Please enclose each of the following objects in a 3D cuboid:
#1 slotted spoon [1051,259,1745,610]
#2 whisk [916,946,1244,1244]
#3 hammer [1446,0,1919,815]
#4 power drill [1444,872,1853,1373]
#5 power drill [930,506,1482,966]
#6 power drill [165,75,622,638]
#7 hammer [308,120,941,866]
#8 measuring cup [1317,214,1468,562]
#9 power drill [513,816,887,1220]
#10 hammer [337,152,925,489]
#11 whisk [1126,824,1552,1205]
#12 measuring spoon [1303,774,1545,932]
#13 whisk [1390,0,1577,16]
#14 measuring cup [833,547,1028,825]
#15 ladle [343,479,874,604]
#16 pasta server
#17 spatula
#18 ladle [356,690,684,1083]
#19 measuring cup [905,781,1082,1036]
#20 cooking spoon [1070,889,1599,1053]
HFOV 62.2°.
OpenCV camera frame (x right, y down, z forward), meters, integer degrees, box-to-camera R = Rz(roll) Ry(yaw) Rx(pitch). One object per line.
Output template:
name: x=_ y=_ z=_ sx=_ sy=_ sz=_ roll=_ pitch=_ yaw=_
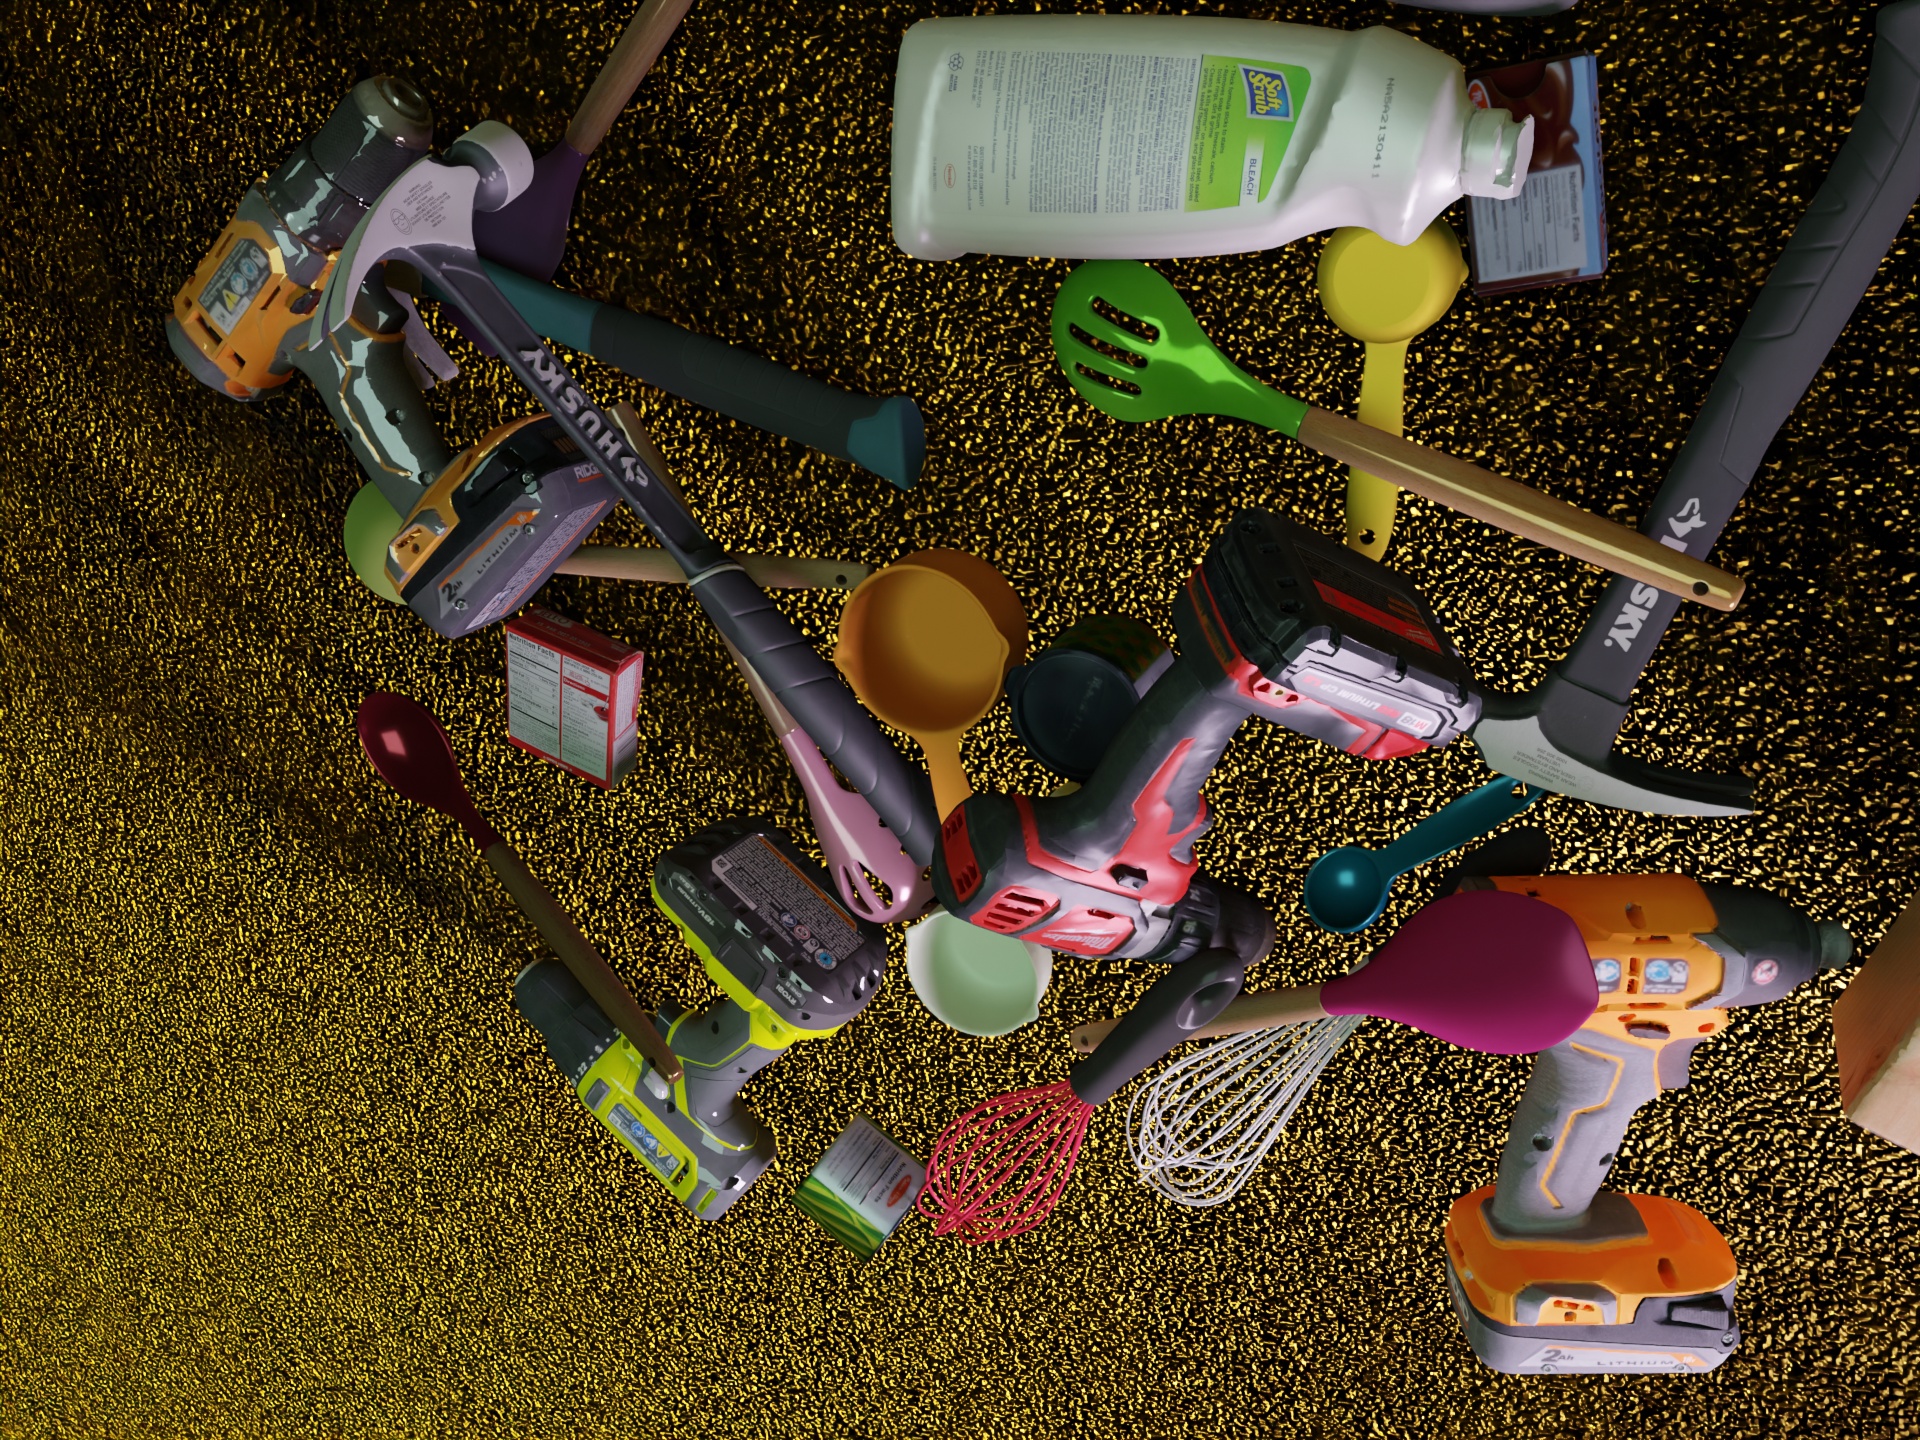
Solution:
slotted spoon: x=0.167 y=-0.116 z=0.660 sx=0.314 sy=0.031 sz=0.070 roll=28 pitch=127 yaw=20
whisk: x=0.057 y=0.197 z=0.822 sx=0.073 sy=0.073 sz=0.295 roll=41 pitch=131 yaw=4
hammer: x=0.306 y=-0.111 z=0.618 sx=0.146 sy=0.035 sz=0.334 roll=26 pitch=119 yaw=14
power drill: x=0.300 y=0.174 z=0.707 sx=0.164 sy=0.084 sz=0.226 roll=-2 pitch=108 yaw=3
power drill: x=0.118 y=0.031 z=0.701 sx=0.187 sy=0.080 sz=0.226 roll=19 pitch=128 yaw=-32
power drill: x=-0.267 y=-0.178 z=0.780 sx=0.185 sy=0.084 sz=0.226 roll=-40 pitch=91 yaw=26
hammer: x=-0.131 y=-0.081 z=0.758 sx=0.036 sy=0.149 sz=0.408 roll=-19 pitch=118 yaw=41
measuring cup: x=0.175 y=-0.137 z=0.670 sx=0.062 sy=0.029 sz=0.156 roll=8 pitch=113 yaw=22
power drill: x=-0.160 y=0.164 z=0.928 sx=0.190 sy=0.080 sz=0.228 roll=42 pitch=124 yaw=9
hammer: x=-0.168 y=-0.192 z=0.795 sx=0.331 sy=0.033 sz=0.128 roll=23 pitch=124 yaw=11
whisk: x=0.180 y=0.147 z=0.776 sx=0.070 sy=0.070 sz=0.284 roll=43 pitch=118 yaw=3
measuring spoon: x=0.219 y=0.060 z=0.741 sx=0.128 sy=0.021 sz=0.042 roll=-35 pitch=51 yaw=24
whisk: x=0.120 y=-0.300 z=0.620 sx=0.239 sy=0.055 sz=0.055 roll=15 pitch=117 yaw=15
measuring cup: x=-0.001 y=-0.003 z=0.798 sx=0.095 sy=0.052 sz=0.173 roll=-3 pitch=111 yaw=26
ladle: x=-0.195 y=-0.091 z=0.863 sx=0.320 sy=0.062 sz=0.078 roll=5 pitch=118 yaw=16
pasta server: x=-0.098 y=-0.022 z=0.827 sx=0.060 sy=0.040 sz=0.316 roll=-20 pitch=106 yaw=28
spatula: x=-0.175 y=-0.301 z=0.771 sx=0.060 sy=0.018 sz=0.316 roll=47 pitch=123 yaw=-2
ladle: x=-0.256 y=0.092 z=0.922 sx=0.316 sy=0.031 sz=0.069 roll=44 pitch=127 yaw=24
measuring cup: x=0.030 y=0.092 z=0.831 sx=0.083 sy=0.038 sz=0.167 roll=32 pitch=119 yaw=10
cooking spoon: x=0.153 y=0.133 z=0.738 sx=0.319 sy=0.017 sz=0.069 roll=-25 pitch=80 yaw=52
